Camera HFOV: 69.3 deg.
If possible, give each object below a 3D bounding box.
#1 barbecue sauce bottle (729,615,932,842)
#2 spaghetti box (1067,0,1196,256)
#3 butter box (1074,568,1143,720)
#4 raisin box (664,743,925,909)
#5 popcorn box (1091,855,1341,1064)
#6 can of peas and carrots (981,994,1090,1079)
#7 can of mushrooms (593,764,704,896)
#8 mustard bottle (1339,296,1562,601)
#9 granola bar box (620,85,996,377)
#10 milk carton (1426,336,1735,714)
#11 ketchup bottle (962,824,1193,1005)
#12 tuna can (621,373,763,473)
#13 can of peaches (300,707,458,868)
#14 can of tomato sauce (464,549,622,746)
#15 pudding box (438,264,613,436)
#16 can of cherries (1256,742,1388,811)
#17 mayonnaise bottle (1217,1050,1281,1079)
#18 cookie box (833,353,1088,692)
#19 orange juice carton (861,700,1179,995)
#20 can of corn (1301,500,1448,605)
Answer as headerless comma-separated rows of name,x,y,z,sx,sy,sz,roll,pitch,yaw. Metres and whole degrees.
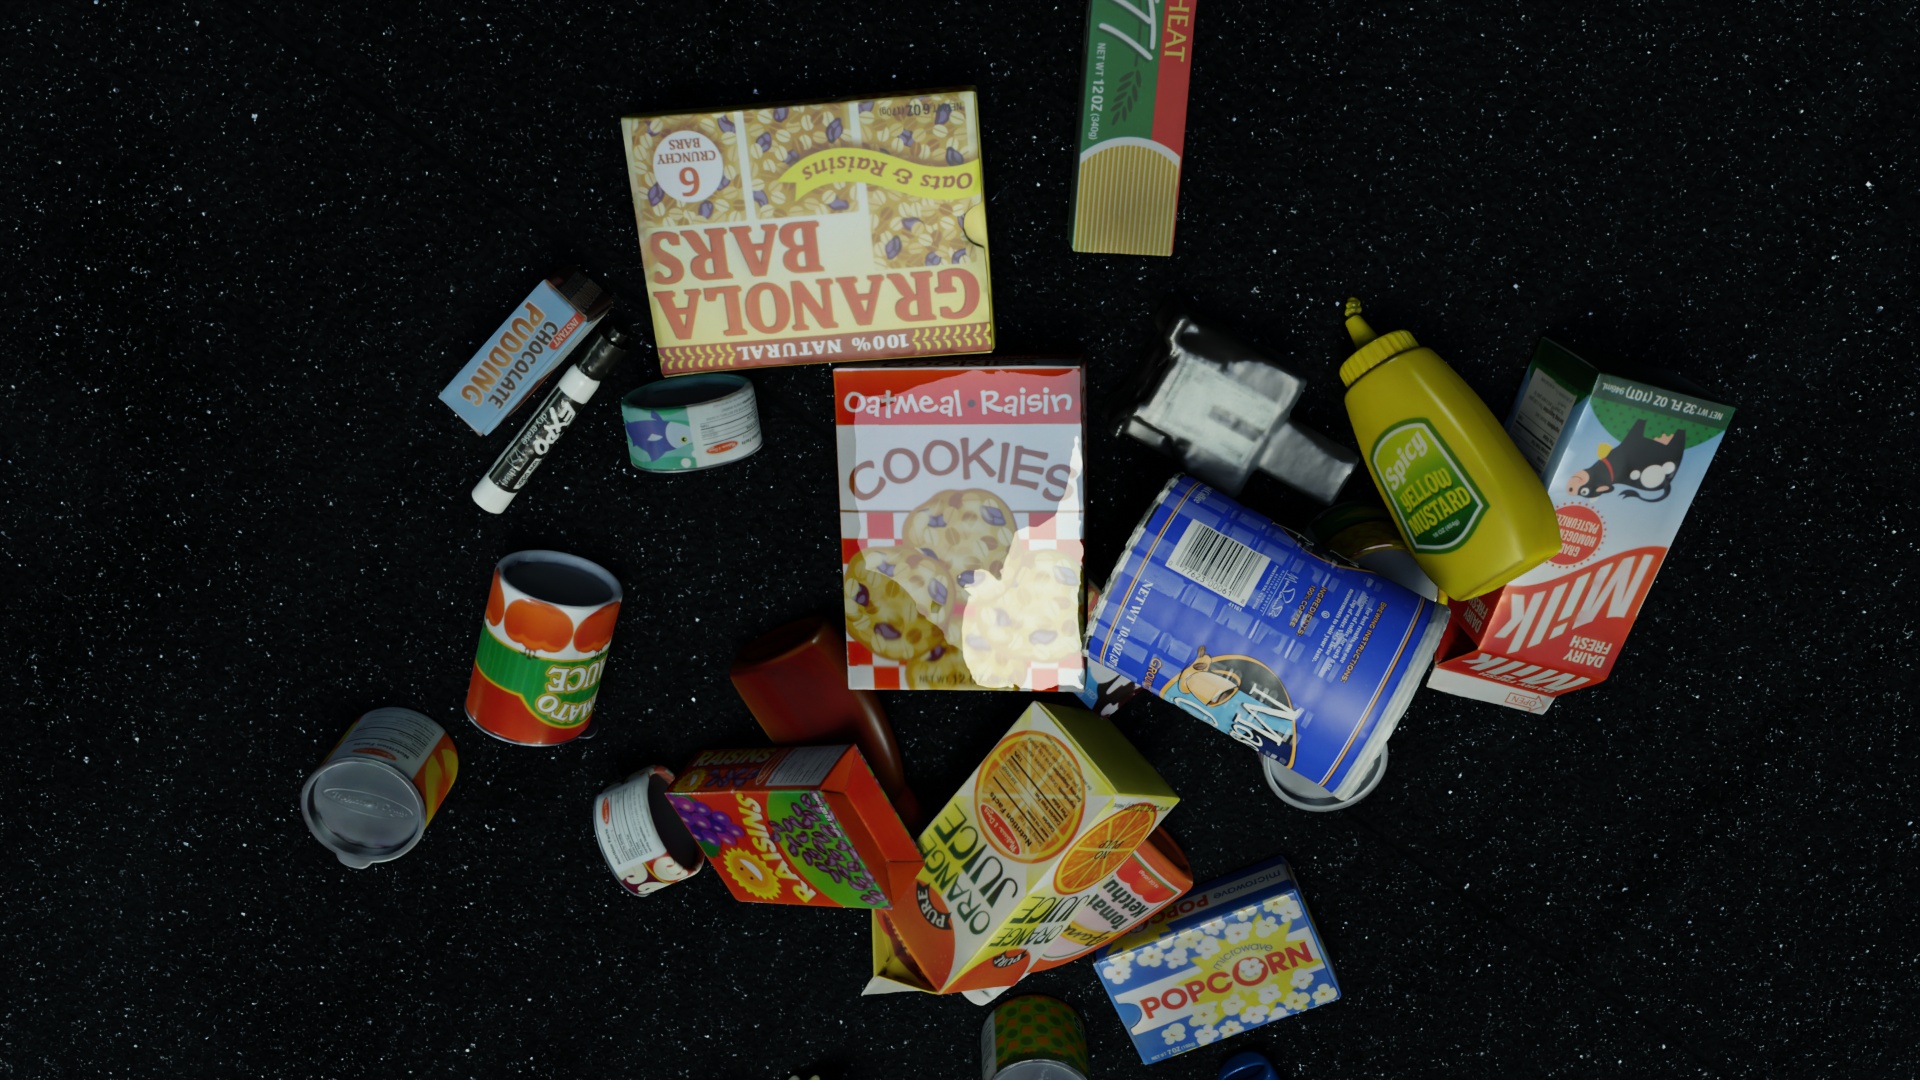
barbecue sauce bottle,-0.064,0.114,0.769,0.065,0.044,0.148,-22,111,22
spaghetti box,0.083,-0.256,0.632,0.050,0.029,0.249,2,112,-2
butter box,0.062,0.045,0.753,0.053,0.024,0.103,-42,106,14
raisin box,-0.091,0.155,0.757,0.123,0.040,0.086,-10,119,38
popcorn box,0.151,0.250,0.827,0.126,0.038,0.085,-23,111,8
can of peas and carrots,0.048,0.320,0.843,0.071,0.059,0.070,0,112,-1
can of mushrooms,-0.172,0.162,0.778,0.033,0.071,0.071,-25,110,8
mustard bottle,0.225,-0.051,0.676,0.065,0.049,0.160,-46,65,47
granola bar box,-0.069,-0.148,0.668,0.166,0.039,0.123,-4,112,2
milk carton,0.305,0.001,0.710,0.072,0.074,0.189,14,111,-6
ketchup bottle,0.060,0.216,0.810,0.148,0.044,0.064,-39,114,14
tuna can,-0.135,-0.060,0.690,0.071,0.071,0.032,-5,111,2
can of peaches,-0.320,0.136,0.770,0.071,0.058,0.071,0,112,0
can of tomato sauce,-0.218,0.057,0.733,0.071,0.071,0.082,17,110,-7
pudding box,-0.213,-0.094,0.684,0.083,0.050,0.030,-43,104,15
can of cherries,0.194,0.102,0.758,0.071,0.058,0.071,0,111,1
mayonnaise bottle,0.210,0.388,0.879,0.064,0.041,0.147,-27,110,12
cookie box,0.003,-0.009,0.705,0.123,0.040,0.167,0,103,8
orange juice carton,0.022,0.183,0.763,0.192,0.073,0.072,-52,145,15
can of corn,0.216,0.019,0.724,0.071,0.058,0.071,0,112,0
